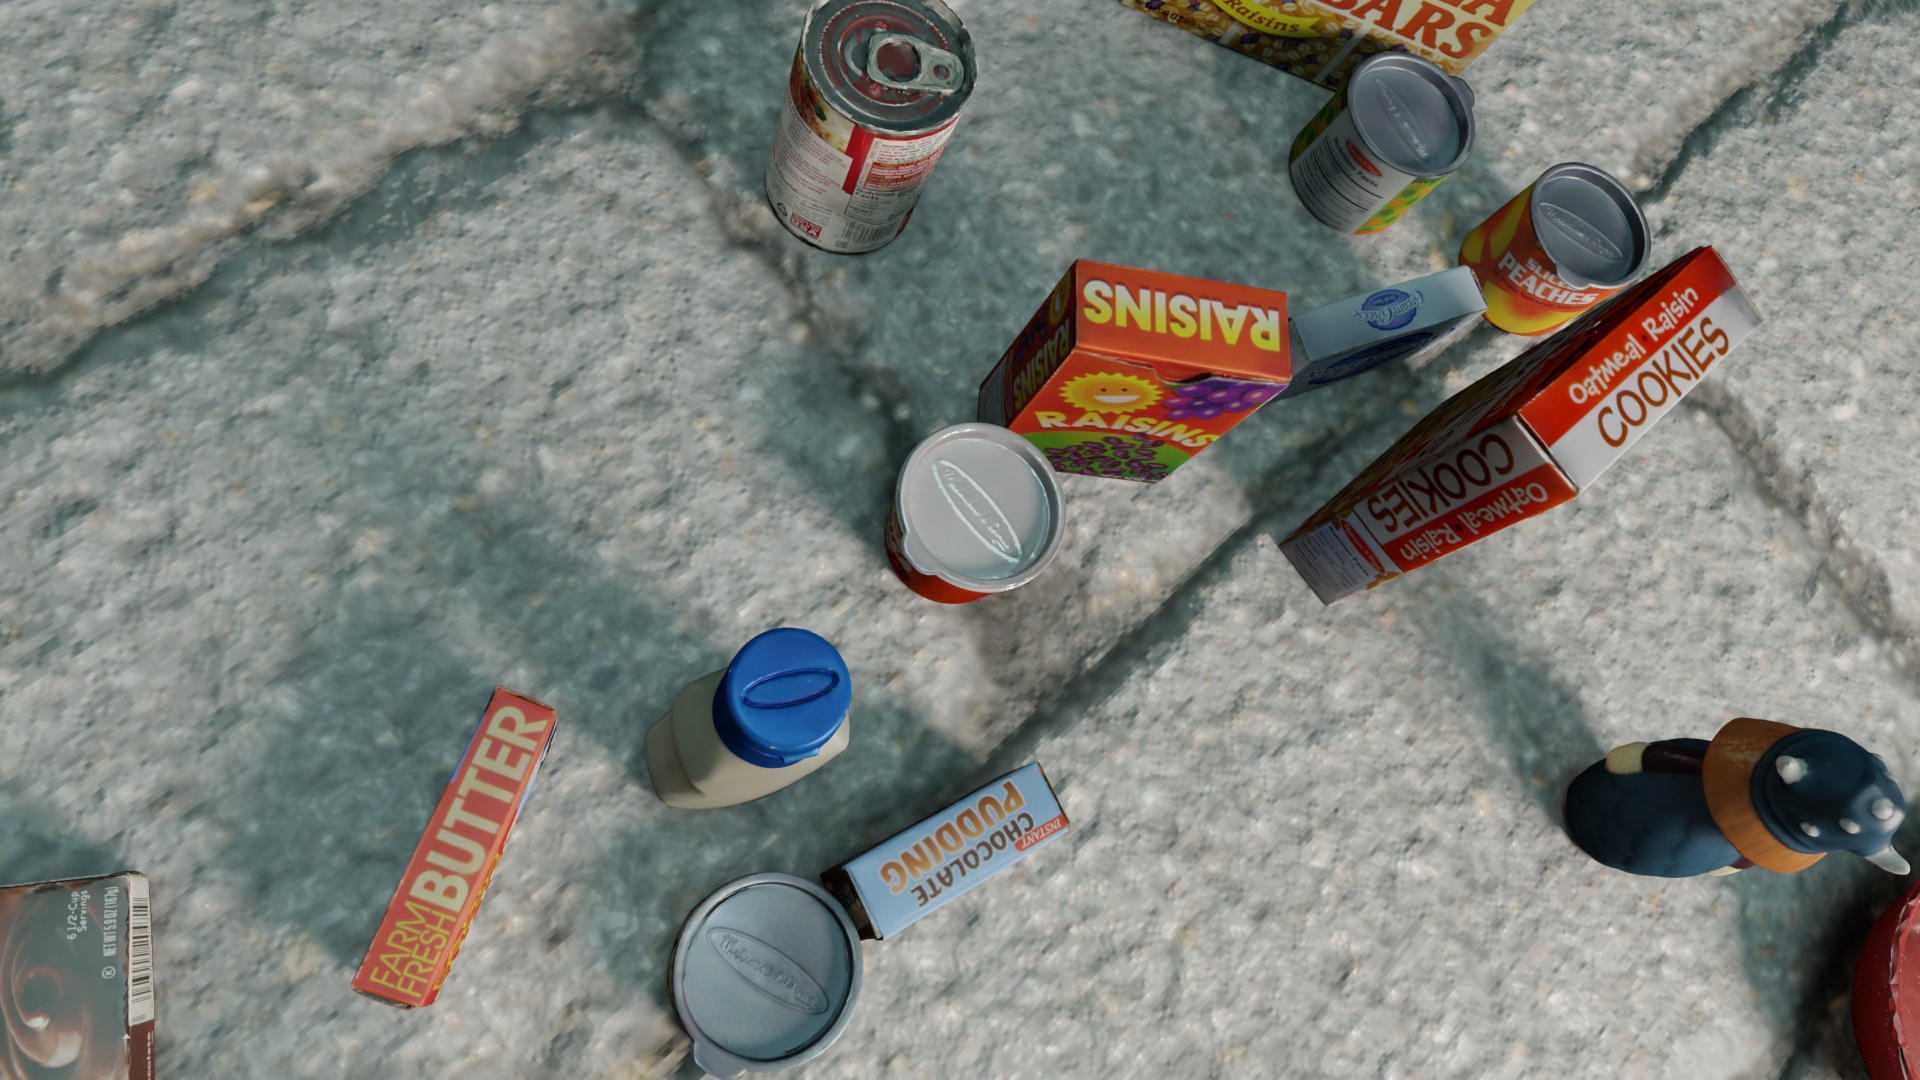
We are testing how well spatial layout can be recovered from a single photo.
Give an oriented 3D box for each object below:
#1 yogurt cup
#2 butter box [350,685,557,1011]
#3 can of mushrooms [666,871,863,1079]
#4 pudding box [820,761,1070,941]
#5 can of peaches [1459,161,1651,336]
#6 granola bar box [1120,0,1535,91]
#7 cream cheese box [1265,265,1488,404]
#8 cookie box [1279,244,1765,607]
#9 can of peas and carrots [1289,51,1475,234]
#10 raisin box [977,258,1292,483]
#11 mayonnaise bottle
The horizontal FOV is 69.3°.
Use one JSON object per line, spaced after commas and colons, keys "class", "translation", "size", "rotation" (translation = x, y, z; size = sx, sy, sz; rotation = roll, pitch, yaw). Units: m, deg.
{"class": "yogurt cup", "translation": [0.002, -0.007, 0.551], "size": [0.072, 0.053, 0.072], "rotation": [5, 73, -15]}
{"class": "butter box", "translation": [-0.167, 0.103, 0.467], "size": [0.024, 0.053, 0.104], "rotation": [23, 69, -9]}
{"class": "can of mushrooms", "translation": [-0.071, 0.154, 0.491], "size": [0.071, 0.033, 0.071], "rotation": [5, 72, -15]}
{"class": "pudding box", "translation": [-0.006, 0.116, 0.513], "size": [0.084, 0.049, 0.030], "rotation": [-25, 82, -22]}
{"class": "can of peaches", "translation": [0.286, -0.138, 0.673], "size": [0.071, 0.058, 0.071], "rotation": [5, 73, -15]}
{"class": "granola bar box", "translation": [0.174, -0.271, 0.645], "size": [0.165, 0.123, 0.039], "rotation": [18, 70, -11]}
{"class": "cream cheese box", "translation": [0.181, -0.093, 0.631], "size": [0.104, 0.053, 0.024], "rotation": [-18, 80, -21]}
{"class": "cookie box", "translation": [0.219, -0.041, 0.564], "size": [0.123, 0.167, 0.040], "rotation": [-37, 87, -23]}
{"class": "can of peas and carrots", "translation": [0.202, -0.189, 0.664], "size": [0.071, 0.058, 0.071], "rotation": [5, 73, -15]}
{"class": "raisin box", "translation": [0.063, -0.062, 0.548], "size": [0.086, 0.123, 0.040], "rotation": [7, 72, -14]}
{"class": "mayonnaise bottle", "translation": [-0.067, 0.061, 0.459], "size": [0.065, 0.147, 0.041], "rotation": [-11, 78, -19]}
